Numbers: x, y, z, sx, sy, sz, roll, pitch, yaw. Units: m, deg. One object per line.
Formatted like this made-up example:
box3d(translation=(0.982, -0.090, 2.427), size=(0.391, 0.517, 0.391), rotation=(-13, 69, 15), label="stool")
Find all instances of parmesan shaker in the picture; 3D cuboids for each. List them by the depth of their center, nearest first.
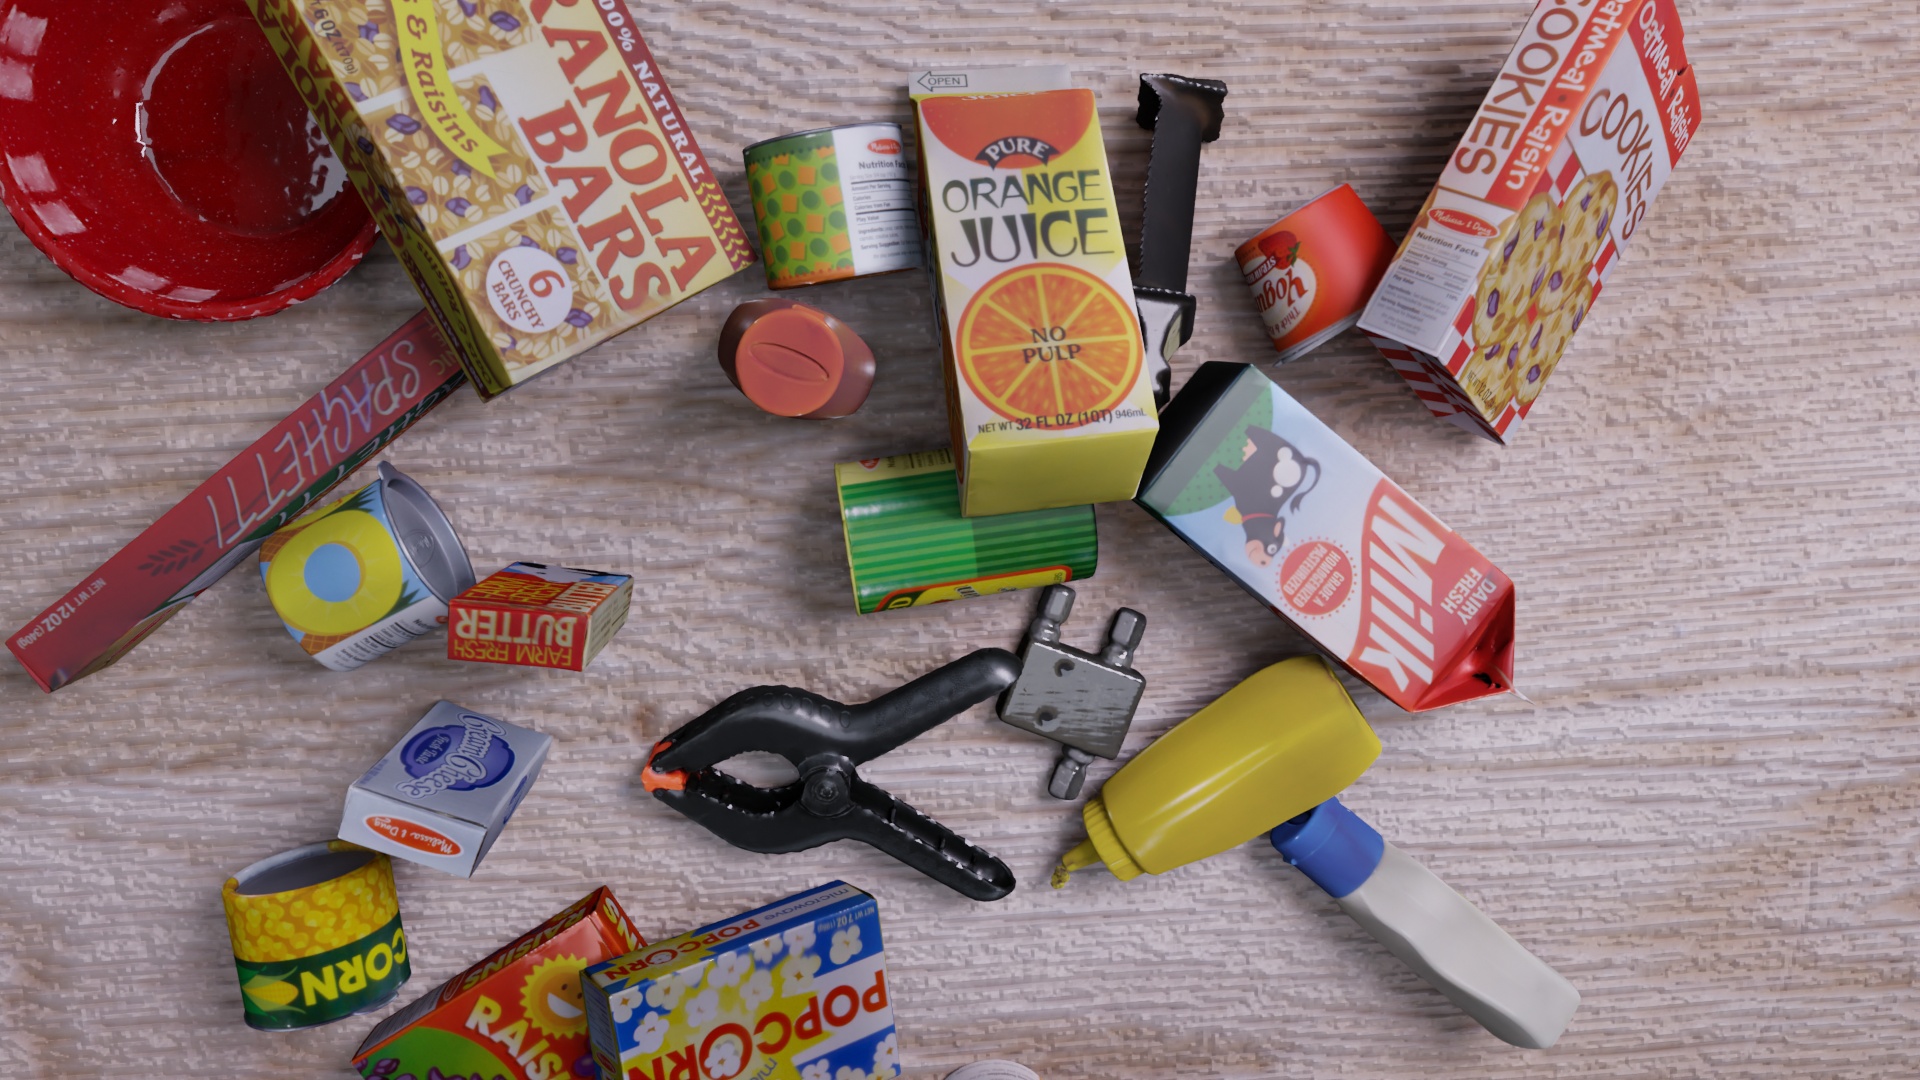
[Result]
box3d(translation=(0.002, -0.007, 0.590), size=(0.103, 0.071, 0.071), rotation=(-9, 99, -4), label="parmesan shaker")

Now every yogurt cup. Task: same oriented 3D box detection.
box3d(translation=(0.154, -0.116, 0.594), size=(0.072, 0.072, 0.054), rotation=(-31, 91, 0), label="yogurt cup")

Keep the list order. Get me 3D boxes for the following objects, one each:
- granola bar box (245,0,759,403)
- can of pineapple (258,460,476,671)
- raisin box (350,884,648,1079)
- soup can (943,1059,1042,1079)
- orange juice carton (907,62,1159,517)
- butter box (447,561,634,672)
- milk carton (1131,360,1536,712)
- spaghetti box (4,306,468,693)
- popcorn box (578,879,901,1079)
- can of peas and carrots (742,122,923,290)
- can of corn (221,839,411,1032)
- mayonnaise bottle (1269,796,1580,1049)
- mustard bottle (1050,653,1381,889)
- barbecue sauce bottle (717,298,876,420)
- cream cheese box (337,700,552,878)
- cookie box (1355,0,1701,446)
box3d(translation=(-0.169, -0.155, 0.534), size=(0.125, 0.039, 0.165), rotation=(-37, 107, -36), label="granola bar box")
box3d(translation=(-0.244, 0.011, 0.575), size=(0.058, 0.071, 0.071), rotation=(-27, 99, 0), label="can of pineapple")
box3d(translation=(-0.191, 0.225, 0.621), size=(0.123, 0.040, 0.086), rotation=(-31, 98, -1), label="raisin box")
box3d(translation=(0.018, 0.287, 0.625), size=(0.071, 0.084, 0.071), rotation=(-1, 98, -4), label="soup can")
box3d(translation=(0.024, -0.112, 0.557), size=(0.072, 0.072, 0.193), rotation=(-6, 69, -4), label="orange juice carton")
box3d(translation=(-0.168, 0.029, 0.564), size=(0.053, 0.103, 0.024), rotation=(7, 97, -5), label="butter box")
box3d(translation=(0.165, 0.008, 0.606), size=(0.190, 0.072, 0.073), rotation=(38, 93, -9), label="milk carton")
box3d(translation=(-0.277, -0.029, 0.574), size=(0.250, 0.050, 0.028), rotation=(-38, 100, 1), label="spaghetti box")
box3d(translation=(-0.092, 0.209, 0.601), size=(0.127, 0.038, 0.085), rotation=(-12, 99, -31), label="popcorn box")
box3d(translation=(-0.054, -0.136, 0.573), size=(0.071, 0.071, 0.058), rotation=(-10, 99, -3), label="can of peas and carrots")
box3d(translation=(-0.272, 0.166, 0.591), size=(0.071, 0.071, 0.058), rotation=(-7, 98, -4), label="can of corn")
box3d(translation=(0.210, 0.172, 0.639), size=(0.148, 0.064, 0.041), rotation=(40, 80, -5), label="mayonnaise bottle")
box3d(translation=(0.105, 0.111, 0.621), size=(0.160, 0.049, 0.065), rotation=(-32, 132, 11), label="mustard bottle")
box3d(translation=(-0.064, -0.070, 0.537), size=(0.065, 0.149, 0.043), rotation=(21, 95, -8), label="barbecue sauce bottle")
box3d(translation=(-0.208, 0.099, 0.570), size=(0.053, 0.104, 0.024), rotation=(20, 100, -6), label="cream cheese box")
box3d(translation=(0.239, -0.135, 0.573), size=(0.040, 0.123, 0.167), rotation=(32, 95, 36), label="cookie box")
